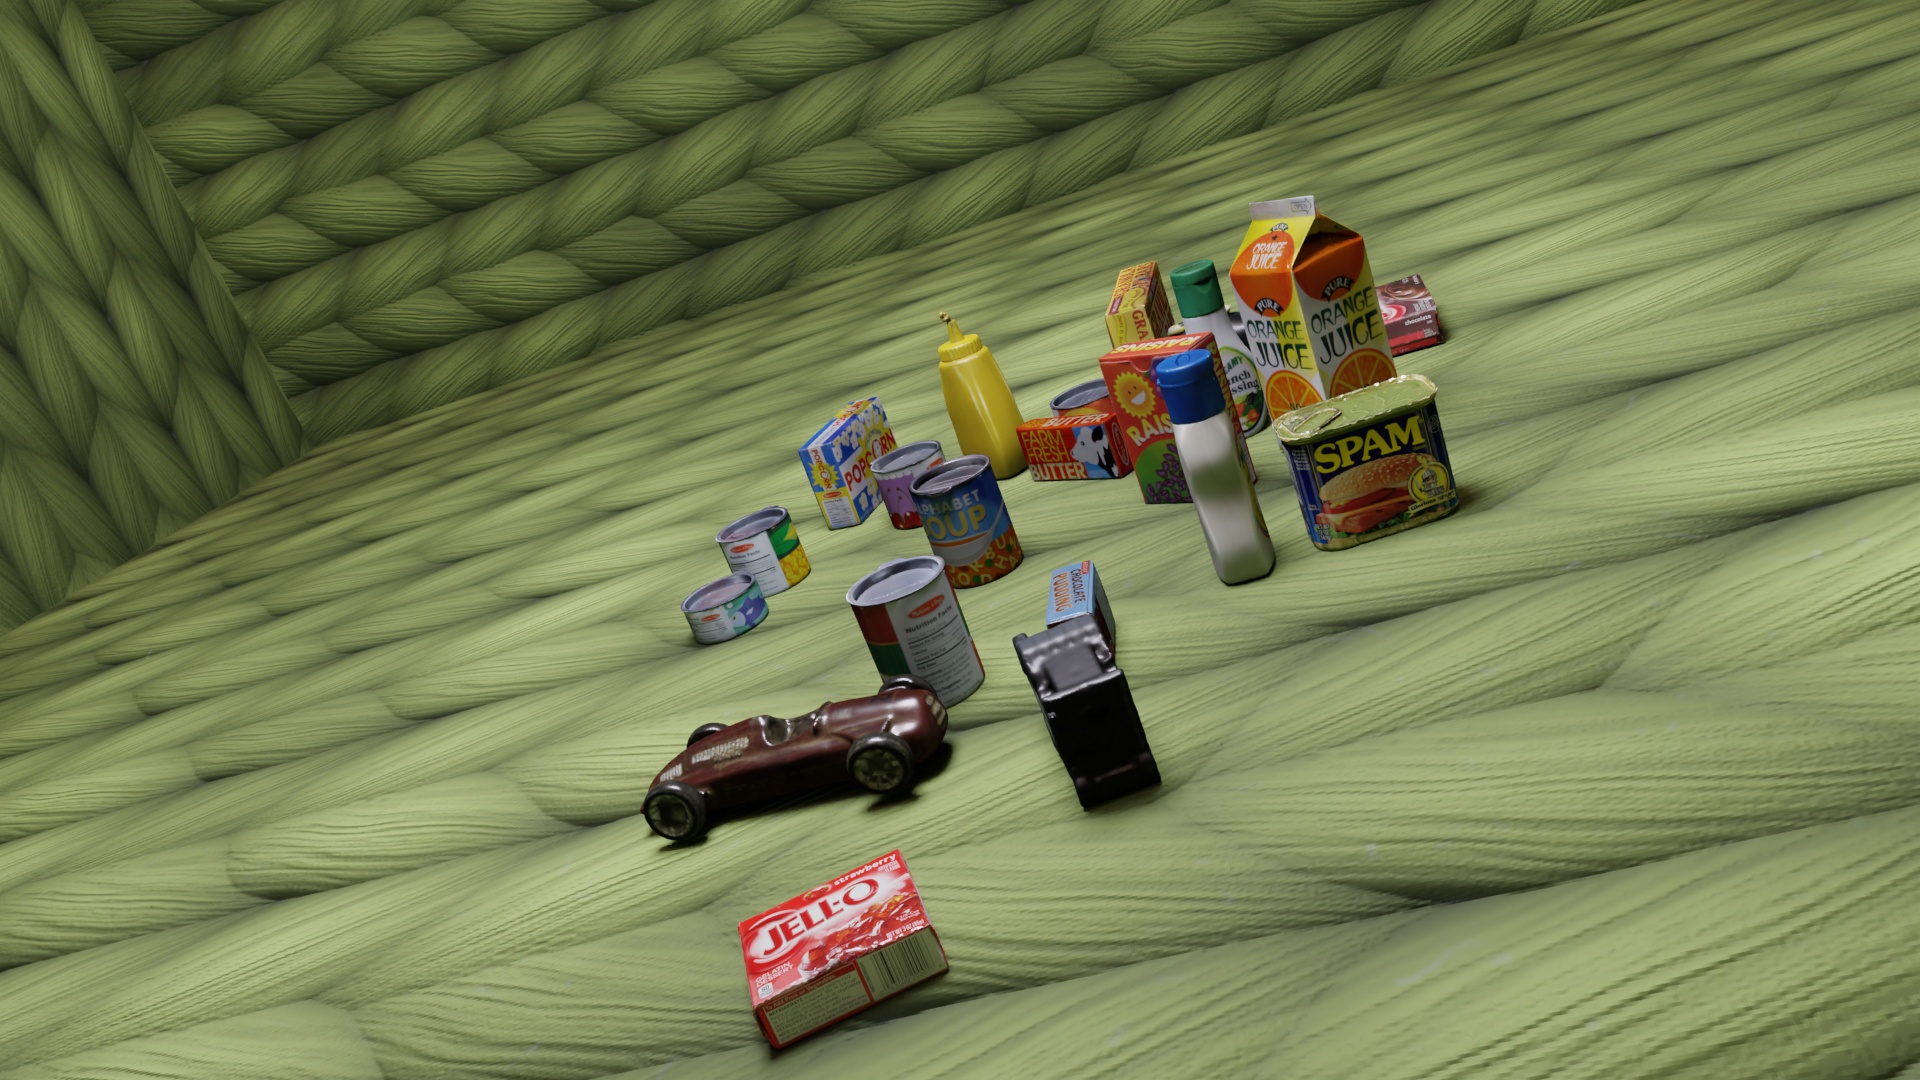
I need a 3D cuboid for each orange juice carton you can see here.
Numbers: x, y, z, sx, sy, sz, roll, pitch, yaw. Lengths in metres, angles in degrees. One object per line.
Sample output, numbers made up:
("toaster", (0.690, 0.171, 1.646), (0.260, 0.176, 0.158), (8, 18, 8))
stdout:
("orange juice carton", (0.264, -0.163, 1.039), (0.073, 0.192, 0.072), (-28, 20, -21))

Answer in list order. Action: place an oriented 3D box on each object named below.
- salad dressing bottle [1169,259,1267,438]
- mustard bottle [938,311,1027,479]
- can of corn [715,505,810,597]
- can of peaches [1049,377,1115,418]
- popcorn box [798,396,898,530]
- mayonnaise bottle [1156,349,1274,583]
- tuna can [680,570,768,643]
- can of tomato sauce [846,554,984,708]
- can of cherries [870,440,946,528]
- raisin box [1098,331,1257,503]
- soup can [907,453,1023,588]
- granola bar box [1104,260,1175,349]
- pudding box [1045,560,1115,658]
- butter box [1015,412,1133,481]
("salad dressing bottle", (0.209, -0.155, 1.140), (0.064, 0.147, 0.044), (-23, 19, -7))
("mustard bottle", (0.015, -0.134, 1.258), (0.049, 0.159, 0.065), (-33, 23, -33))
("can of corn", (-0.170, 0.010, 1.210), (0.071, 0.058, 0.071), (-18, 19, 7))
("can of peaches", (0.121, -0.105, 1.229), (0.071, 0.058, 0.071), (-18, 19, 7))
("popcorn box", (-0.102, -0.075, 1.330), (0.038, 0.085, 0.127), (-12, 21, 25))
("mayonnaise bottle", (0.165, -0.049, 0.899), (0.041, 0.147, 0.065), (-16, 20, 14))
("tuna can", (-0.194, 0.055, 1.152), (0.071, 0.032, 0.071), (-18, 19, 7))
("can of tomato sauce", (-0.029, 0.060, 0.897), (0.071, 0.083, 0.071), (-18, 19, 7))
("can of cherries", (-0.041, -0.050, 1.242), (0.071, 0.058, 0.072), (-18, 19, 7))
("raisin box", (0.164, -0.091, 1.049), (0.086, 0.123, 0.040), (0, 28, 46))
("soup can", (0.004, -0.013, 1.061), (0.071, 0.083, 0.071), (-18, 19, 7))
("granola bar box", (0.172, -0.172, 1.258), (0.039, 0.124, 0.166), (-15, 20, 17))
("pudding box", (0.076, 0.051, 0.868), (0.030, 0.049, 0.084), (-16, 20, 12))
("butter box", (0.097, -0.080, 1.192), (0.103, 0.053, 0.024), (1, 28, 46))
